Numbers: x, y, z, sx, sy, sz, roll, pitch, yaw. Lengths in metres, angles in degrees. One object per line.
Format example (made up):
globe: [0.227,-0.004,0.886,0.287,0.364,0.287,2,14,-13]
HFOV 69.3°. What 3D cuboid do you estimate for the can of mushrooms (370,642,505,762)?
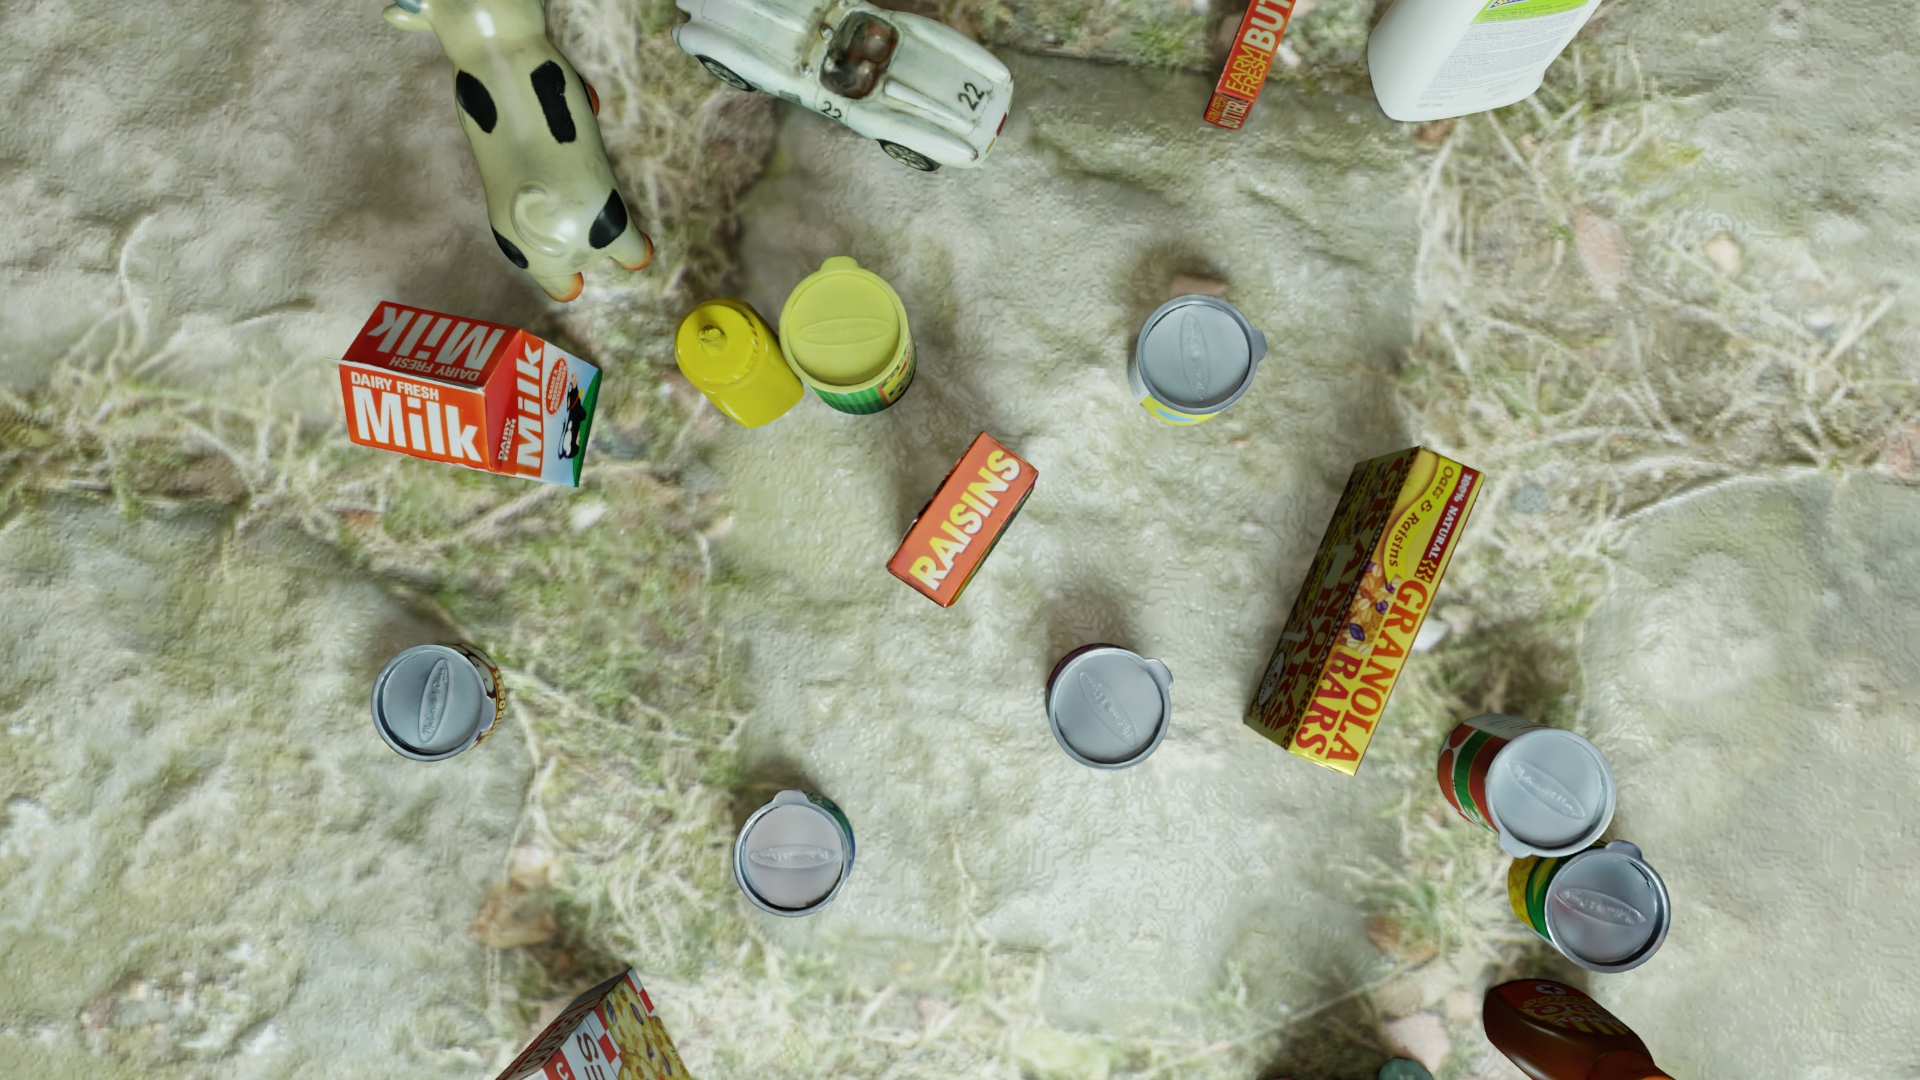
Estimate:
can of mushrooms: [-0.295,0.092,0.793,0.071,0.033,0.071,0,88,1]

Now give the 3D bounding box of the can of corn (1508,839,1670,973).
can of corn: [0.344,0.194,0.762,0.071,0.058,0.071,0,88,1]

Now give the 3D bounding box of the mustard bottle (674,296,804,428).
mustard bottle: [-0.121,-0.098,0.732,0.049,0.160,0.065,-33,88,1]

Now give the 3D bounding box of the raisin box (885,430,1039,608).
raisin box: [0.003,-0.009,0.745,0.040,0.123,0.086,35,90,2]

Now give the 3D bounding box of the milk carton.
milk carton: [-0.251,-0.073,0.719,0.072,0.190,0.073,11,89,2]

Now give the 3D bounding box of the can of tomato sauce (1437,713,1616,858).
can of tomato sauce: [0.303,0.132,0.753,0.071,0.083,0.071,0,88,1]

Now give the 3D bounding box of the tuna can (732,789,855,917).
tuna can: [-0.093,0.174,0.786,0.071,0.033,0.071,0,88,1]

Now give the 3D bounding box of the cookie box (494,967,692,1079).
cookie box: [-0.179,0.306,0.716,0.040,0.167,0.123,-28,88,1]

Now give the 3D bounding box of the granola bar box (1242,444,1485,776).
granola bar box: [0.211,0.036,0.738,0.039,0.124,0.165,24,89,2]

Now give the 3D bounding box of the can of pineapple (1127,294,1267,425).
can of pineapple: [0.130,-0.099,0.778,0.071,0.058,0.071,0,88,1]

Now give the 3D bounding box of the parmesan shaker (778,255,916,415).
parmesan shaker: [-0.059,-0.109,0.760,0.071,0.103,0.071,0,88,1]

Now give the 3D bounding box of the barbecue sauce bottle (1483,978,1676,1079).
barbecue sauce bottle: [0.325,0.268,0.715,0.065,0.148,0.043,3,89,2]

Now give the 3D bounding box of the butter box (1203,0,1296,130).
butter box: [0.169,-0.289,0.786,0.024,0.053,0.103,22,89,2]

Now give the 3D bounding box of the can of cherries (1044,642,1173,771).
can of cherries: [0.083,0.090,0.772,0.071,0.058,0.071,0,88,1]
